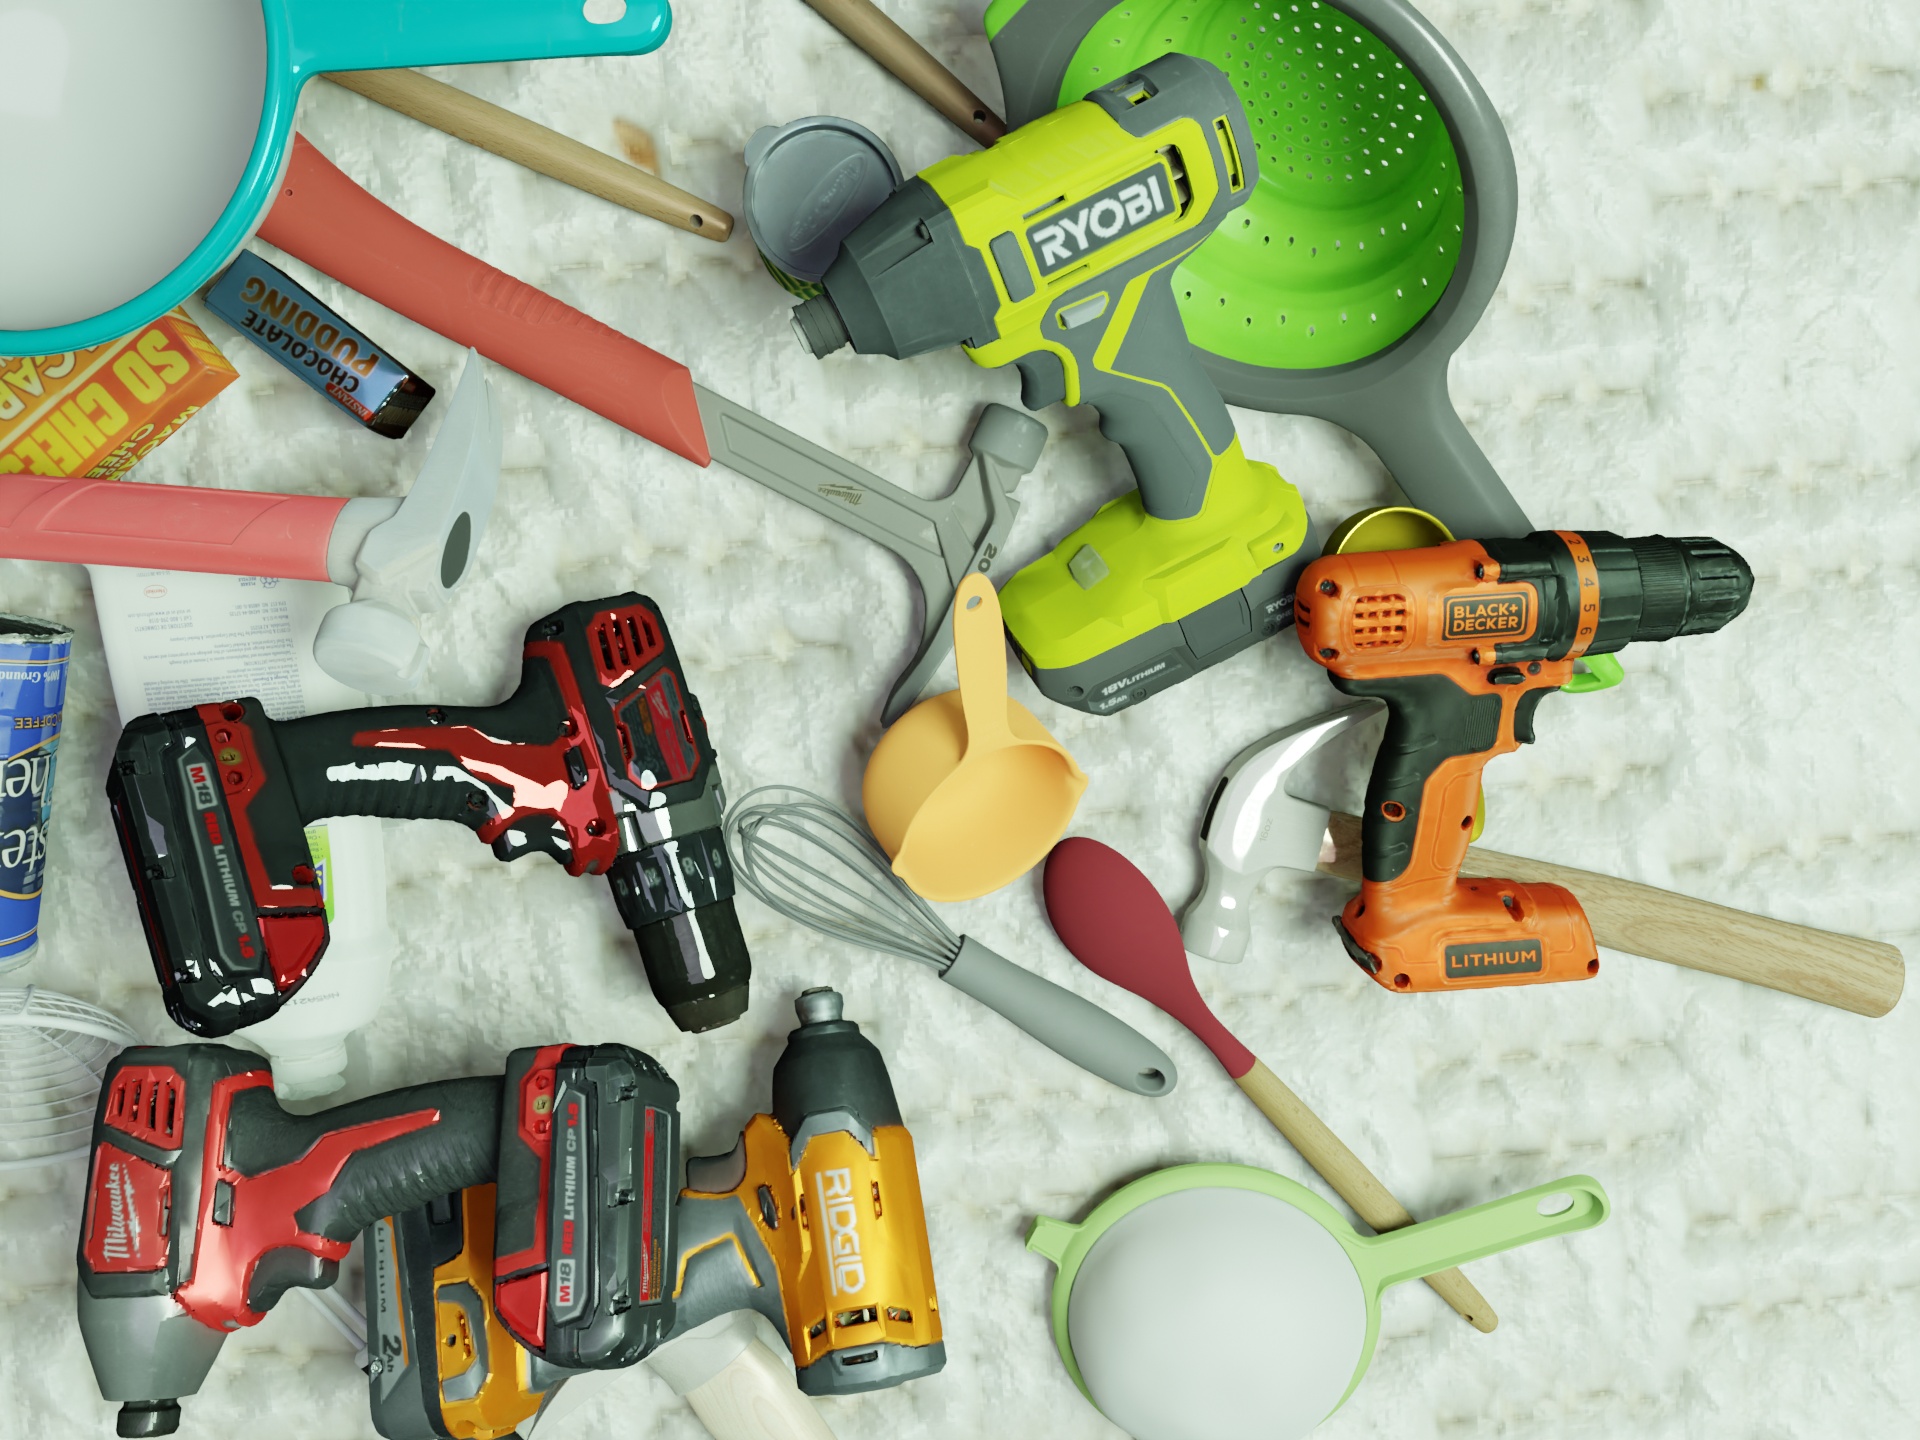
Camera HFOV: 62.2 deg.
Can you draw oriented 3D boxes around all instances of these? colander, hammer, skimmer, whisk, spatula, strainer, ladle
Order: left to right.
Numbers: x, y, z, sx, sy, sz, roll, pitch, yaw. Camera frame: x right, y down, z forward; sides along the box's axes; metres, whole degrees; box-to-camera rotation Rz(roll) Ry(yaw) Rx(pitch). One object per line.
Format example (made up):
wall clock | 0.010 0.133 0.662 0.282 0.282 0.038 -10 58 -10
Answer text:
hammer | -0.373 -0.092 0.615 0.386 0.038 0.143 5 59 7
strainer | -0.271 -0.243 0.592 0.340 0.095 0.211 -3 96 1
skimmer | -0.311 0.248 0.680 0.127 0.090 0.363 -39 98 25
spatula | -0.247 -0.262 0.660 0.317 0.044 0.082 21 124 -7
hammer | -0.150 -0.137 0.678 0.359 0.037 0.149 26 93 -6
spatula | -0.105 -0.347 0.672 0.316 0.018 0.060 39 93 -4
hammer | -0.023 0.426 0.739 0.146 0.038 0.410 -37 96 2
whisk | -0.001 0.103 0.709 0.239 0.055 0.055 32 93 -10
ladle | 0.145 0.174 0.723 0.315 0.069 0.031 47 53 -11
strainer | 0.164 0.260 0.696 0.256 0.069 0.151 -21 101 10
colander | 0.179 -0.175 0.666 0.396 0.204 0.094 48 56 -21
hammer | 0.272 0.079 0.726 0.331 0.031 0.130 14 95 -5

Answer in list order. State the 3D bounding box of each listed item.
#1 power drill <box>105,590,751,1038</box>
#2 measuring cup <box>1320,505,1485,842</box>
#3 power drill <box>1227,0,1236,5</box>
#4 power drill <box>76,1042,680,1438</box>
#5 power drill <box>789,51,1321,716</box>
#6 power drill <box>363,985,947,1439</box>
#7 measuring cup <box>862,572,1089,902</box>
power drill | -0.195 0.057 0.630 0.226 0.080 0.188 -15 86 -33
measuring cup | 0.196 -0.019 0.688 0.062 0.029 0.156 -22 107 -4
power drill | 0.042 -0.418 0.646 0.228 0.080 0.190 17 94 -7
power drill | -0.223 0.193 0.603 0.219 0.078 0.143 -3 72 4
power drill | 0.047 -0.117 0.618 0.171 0.080 0.223 -27 128 -1
power drill | -0.128 0.209 0.672 0.226 0.084 0.164 -11 71 3
measuring cup | -0.001 -0.002 0.651 0.095 0.052 0.173 -23 136 -19
